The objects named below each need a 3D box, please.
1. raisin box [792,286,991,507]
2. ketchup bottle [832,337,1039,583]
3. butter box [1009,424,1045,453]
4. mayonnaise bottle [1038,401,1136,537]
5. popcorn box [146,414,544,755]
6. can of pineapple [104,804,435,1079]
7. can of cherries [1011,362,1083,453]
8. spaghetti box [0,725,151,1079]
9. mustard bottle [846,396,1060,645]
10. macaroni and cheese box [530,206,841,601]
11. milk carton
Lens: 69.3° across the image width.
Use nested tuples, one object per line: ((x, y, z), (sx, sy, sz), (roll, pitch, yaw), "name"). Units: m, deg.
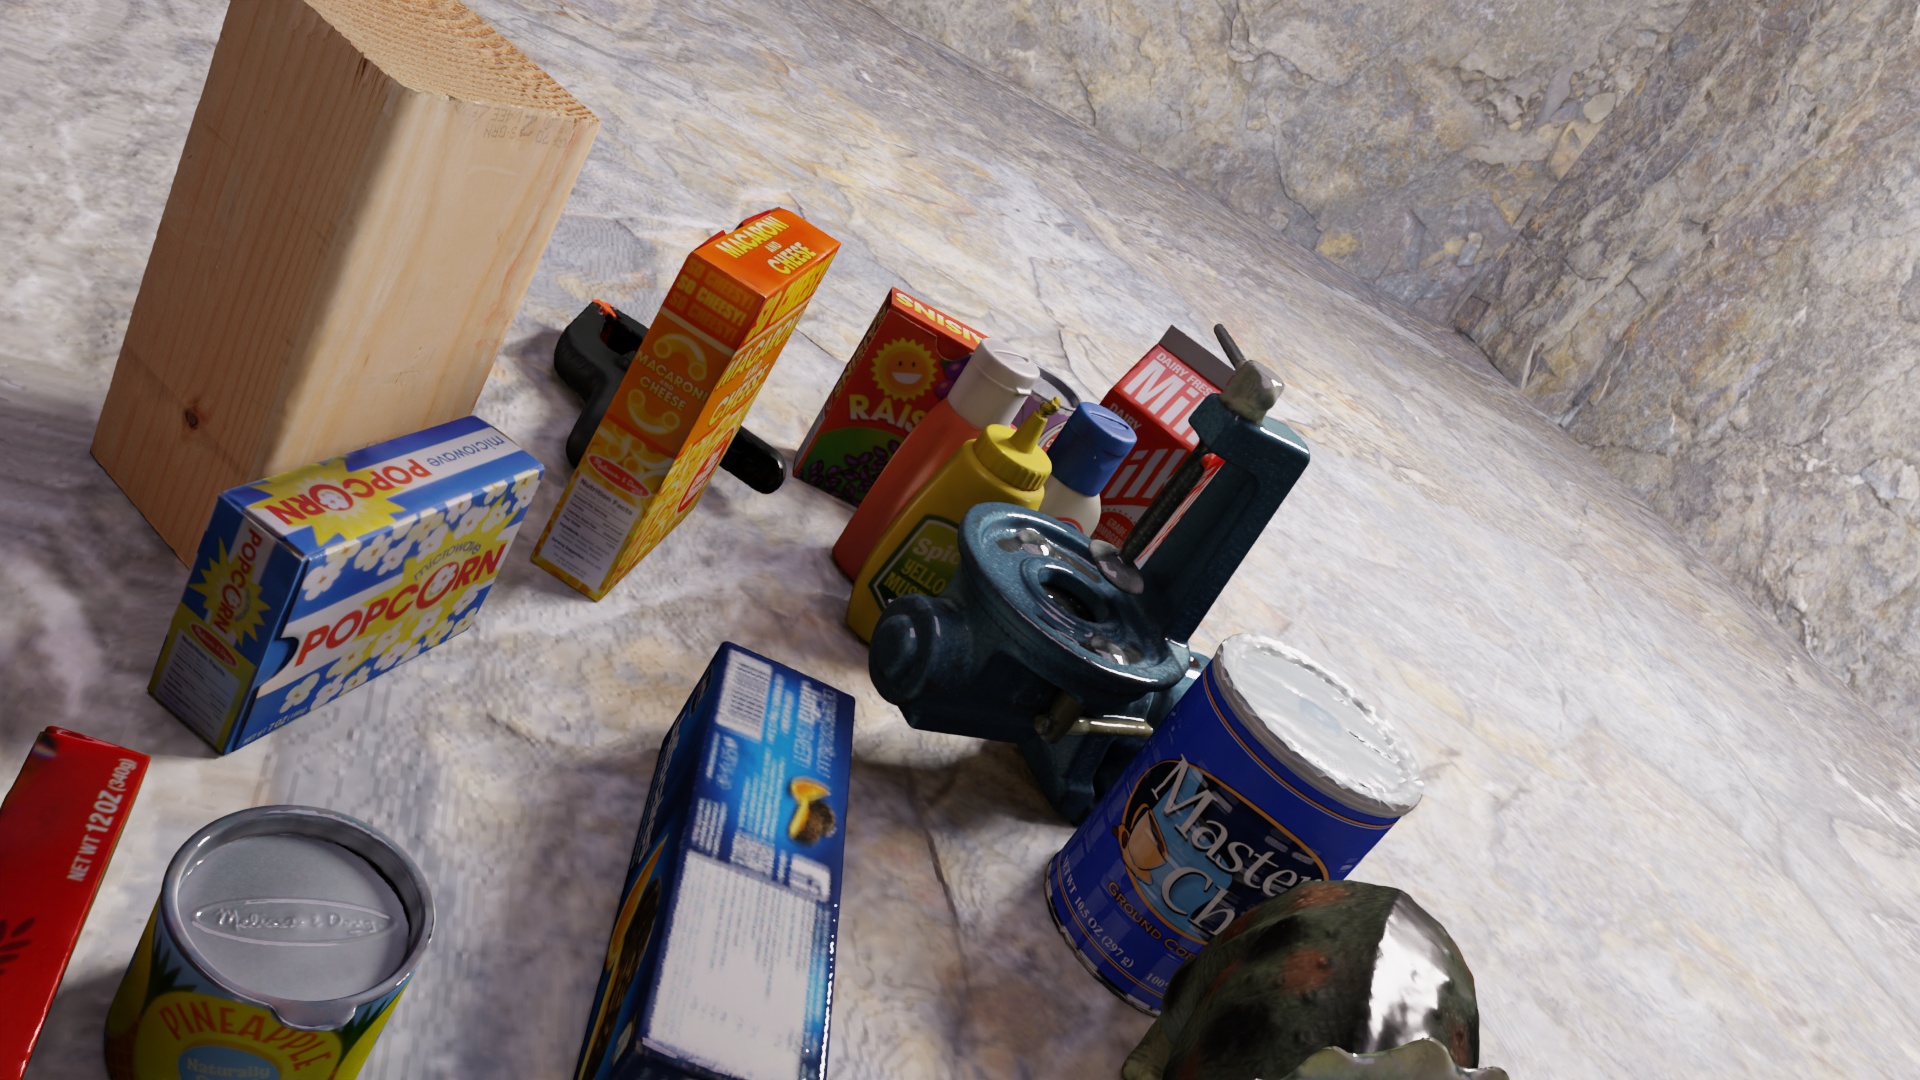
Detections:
((-0.034, -0.076, 0.823), (0.086, 0.123, 0.040), (27, 24, -15), "raisin box")
((-0.010, -0.039, 0.752), (0.065, 0.148, 0.043), (1, 39, -51), "ketchup bottle")
((0.026, -0.049, 0.933), (0.104, 0.053, 0.024), (43, 25, 20), "butter box")
((0.040, -0.006, 0.753), (0.065, 0.147, 0.041), (14, 30, -37), "mayonnaise bottle")
((-0.211, 0.010, 0.490), (0.038, 0.085, 0.127), (36, 24, 6), "popcorn box")
((-0.181, 0.114, 0.364), (0.071, 0.057, 0.071), (27, 25, -13), "can of pineapple")
((0.052, -0.093, 1.040), (0.071, 0.058, 0.072), (27, 25, -13), "can of cherries")
((-0.219, 0.140, 0.279), (0.029, 0.050, 0.251), (22, 27, -25), "spaghetti box")
((0.002, -0.009, 0.697), (0.065, 0.159, 0.049), (33, 24, -2), "mustard bottle")
((-0.125, -0.067, 0.641), (0.040, 0.165, 0.124), (32, 24, -3), "macaroni and cheese box")
((0.097, -0.030, 0.816), (0.072, 0.189, 0.074), (39, 24, 13), "milk carton")
